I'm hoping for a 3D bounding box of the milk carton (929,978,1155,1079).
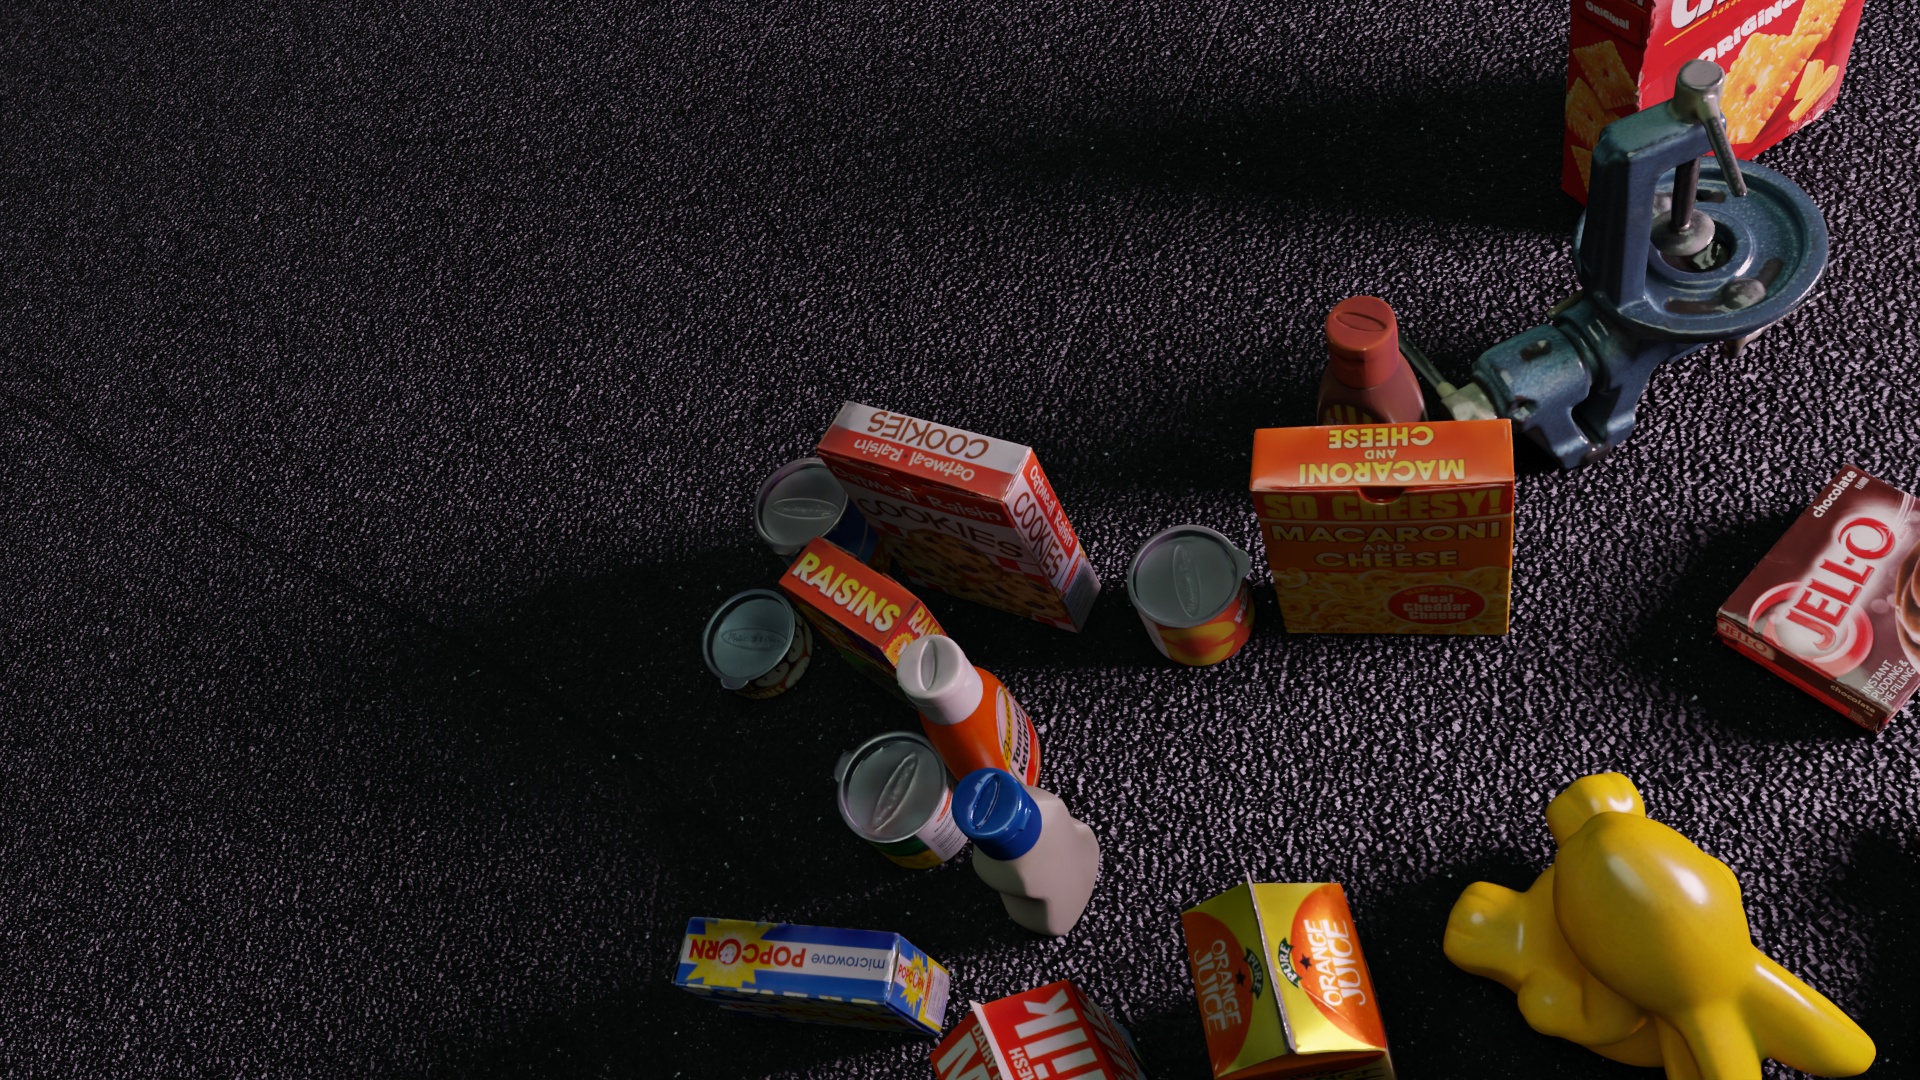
[{"bbox_3d":[0.046,0.259,0.635,0.073,0.190,0.072,-30,56,2],"label":"milk carton"}]

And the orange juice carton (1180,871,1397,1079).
[{"bbox_3d":[0.150,0.209,0.625,0.073,0.192,0.072,-15,57,12],"label":"orange juice carton"}]

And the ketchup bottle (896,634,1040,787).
[{"bbox_3d":[0.005,0.099,0.769,0.043,0.148,0.065,-8,59,16],"label":"ketchup bottle"}]

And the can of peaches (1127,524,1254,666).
[{"bbox_3d":[0.138,0.033,0.814,0.071,0.058,0.071,-9,59,15],"label":"can of peaches"}]

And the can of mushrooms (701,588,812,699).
[{"bbox_3d":[-0.133,0.070,0.906,0.071,0.033,0.071,-9,59,15],"label":"can of mushrooms"}]

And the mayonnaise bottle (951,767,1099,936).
[{"bbox_3d":[0.034,0.159,0.723,0.041,0.147,0.065,14,67,26],"label":"mayonnaise bottle"}]

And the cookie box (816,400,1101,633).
[{"bbox_3d":[0.003,-0.010,0.822,0.123,0.167,0.040,16,68,27],"label":"cookie box"}]

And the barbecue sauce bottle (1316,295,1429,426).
[{"bbox_3d":[0.233,-0.081,0.791,0.065,0.148,0.044,23,71,30],"label":"barbecue sauce bottle"}]

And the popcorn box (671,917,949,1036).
[{"bbox_3d":[-0.079,0.238,0.757,0.126,0.085,0.038,-1,61,19],"label":"popcorn box"}]

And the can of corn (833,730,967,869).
[{"bbox_3d":[-0.032,0.150,0.807,0.071,0.058,0.071,-9,59,15],"label":"can of corn"}]

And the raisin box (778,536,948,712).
[{"bbox_3d":[-0.045,0.056,0.828,0.086,0.123,0.040,30,75,31],"label":"raisin box"}]

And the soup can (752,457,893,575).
[{"bbox_3d":[-0.089,-0.002,0.902,0.071,0.083,0.071,-9,59,15],"label":"soup can"}]

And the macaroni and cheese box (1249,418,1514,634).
[{"bbox_3d":[0.227,-0.001,0.736,0.123,0.166,0.040,-1,61,20],"label":"macaroni and cheese box"}]
